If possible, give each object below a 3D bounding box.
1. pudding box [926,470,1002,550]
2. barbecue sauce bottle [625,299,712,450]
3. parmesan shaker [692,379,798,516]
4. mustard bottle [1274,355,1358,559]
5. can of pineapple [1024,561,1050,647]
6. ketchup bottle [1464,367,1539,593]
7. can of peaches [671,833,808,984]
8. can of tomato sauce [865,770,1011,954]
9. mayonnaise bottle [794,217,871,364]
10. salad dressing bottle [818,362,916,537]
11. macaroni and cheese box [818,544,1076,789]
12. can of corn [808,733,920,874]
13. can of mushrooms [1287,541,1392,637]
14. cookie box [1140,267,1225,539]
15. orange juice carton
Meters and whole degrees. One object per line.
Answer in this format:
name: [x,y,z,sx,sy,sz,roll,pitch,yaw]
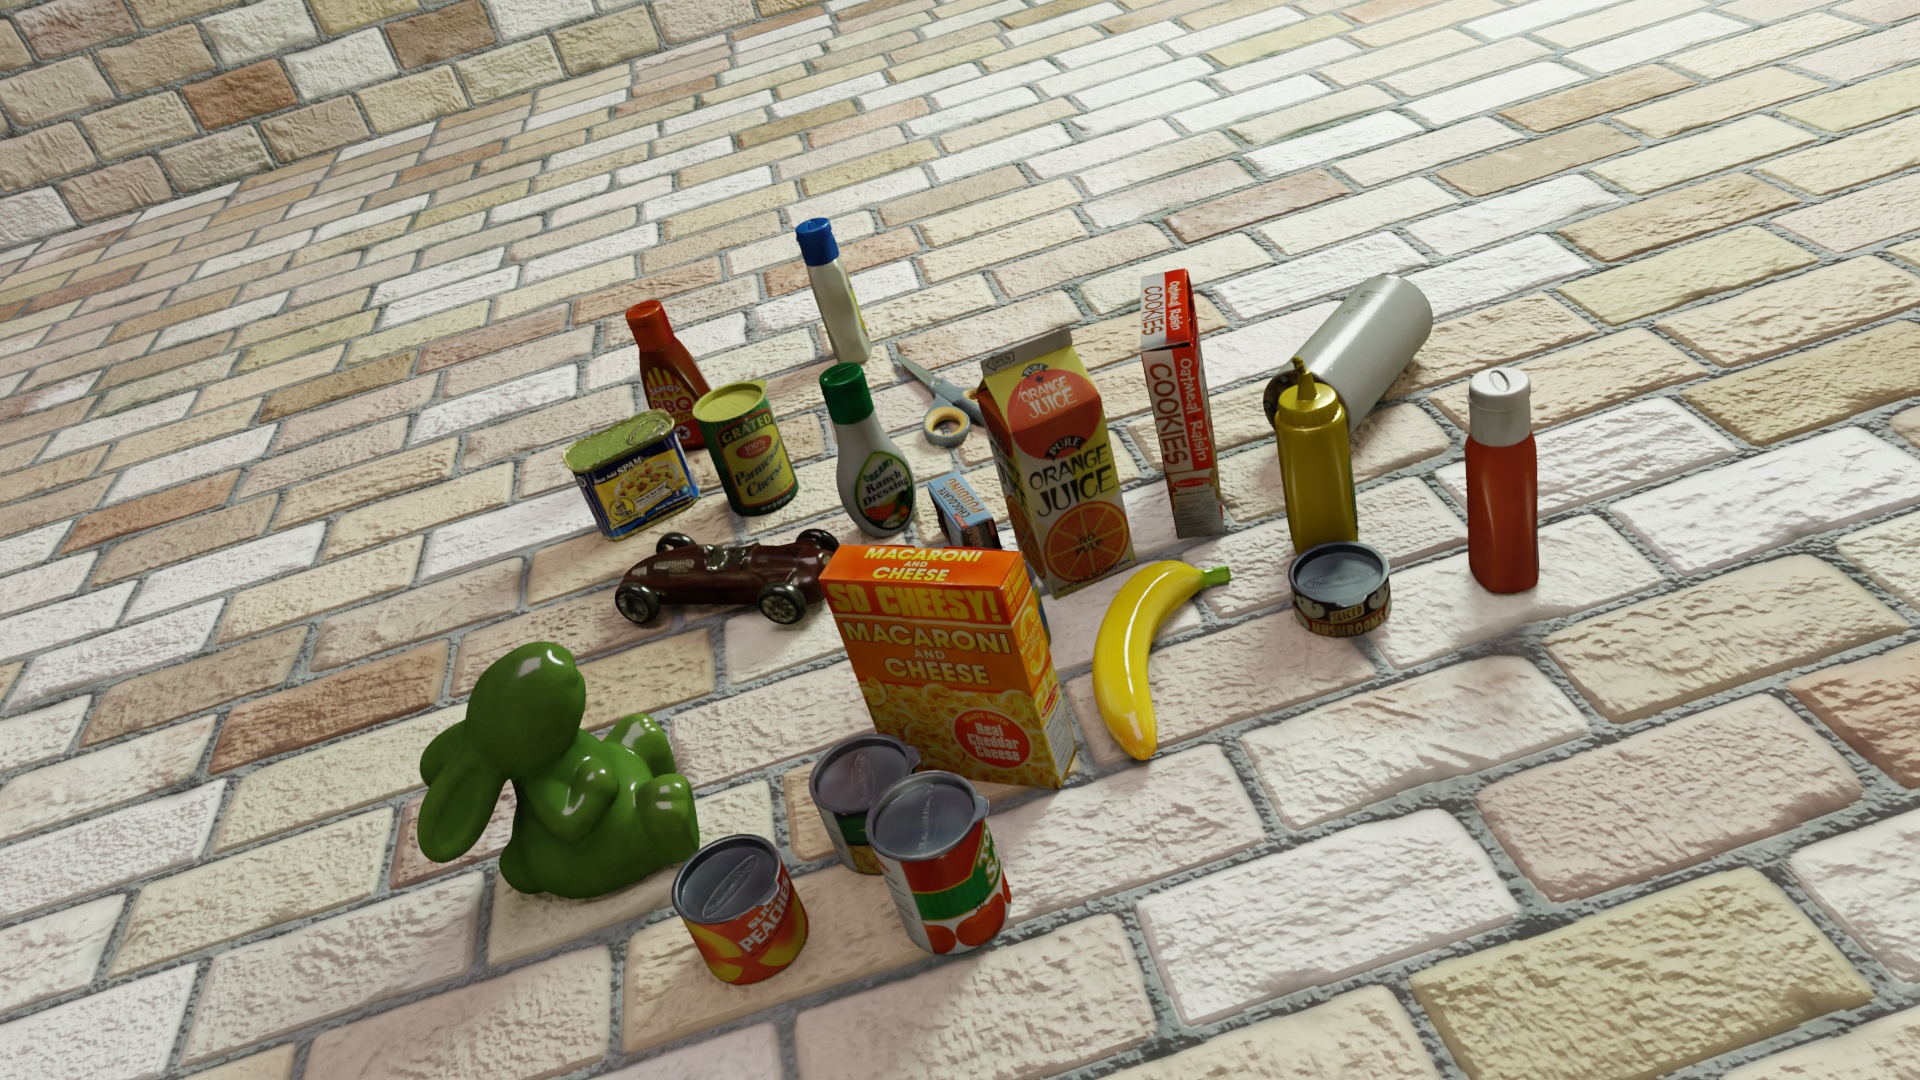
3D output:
pudding box: [0.004,-0.014,1.101,0.030,0.049,0.084,-23,34,-9]
barbecue sauce bottle: [-0.280,-0.159,1.341,0.065,0.147,0.044,-5,35,17]
parmesan shaker: [-0.186,-0.082,1.231,0.071,0.102,0.072,-11,34,8]
mustard bottle: [0.246,-0.057,0.962,0.049,0.159,0.066,-9,34,12]
can of pineapple: [0.026,0.055,0.985,0.071,0.057,0.071,-11,34,8]
ketchup bottle: [0.351,-0.040,0.903,0.043,0.148,0.065,-9,34,11]
can of peaches: [-0.127,0.218,0.817,0.071,0.057,0.071,-11,34,8]
can of tomato sauce: [-0.009,0.184,0.793,0.071,0.082,0.071,-11,34,8]
mayonnaise bottle: [-0.129,-0.254,1.414,0.041,0.147,0.065,-17,34,0]
salad dressing bottle: [-0.078,-0.073,1.133,0.064,0.147,0.044,-30,36,-19]
macaroni and cheese box: [-0.006,0.078,0.868,0.123,0.165,0.040,2,38,25]
can of corn: [-0.052,0.163,0.863,0.071,0.058,0.071,-11,34,8]
can of mushrooms: [0.257,0.034,0.940,0.071,0.033,0.071,-11,34,8]
cookie box: [0.169,-0.105,1.057,0.040,0.166,0.123,-8,35,12]
orange juice carton: [0.067,-0.061,1.014,0.072,0.191,0.073,-23,34,-9]
